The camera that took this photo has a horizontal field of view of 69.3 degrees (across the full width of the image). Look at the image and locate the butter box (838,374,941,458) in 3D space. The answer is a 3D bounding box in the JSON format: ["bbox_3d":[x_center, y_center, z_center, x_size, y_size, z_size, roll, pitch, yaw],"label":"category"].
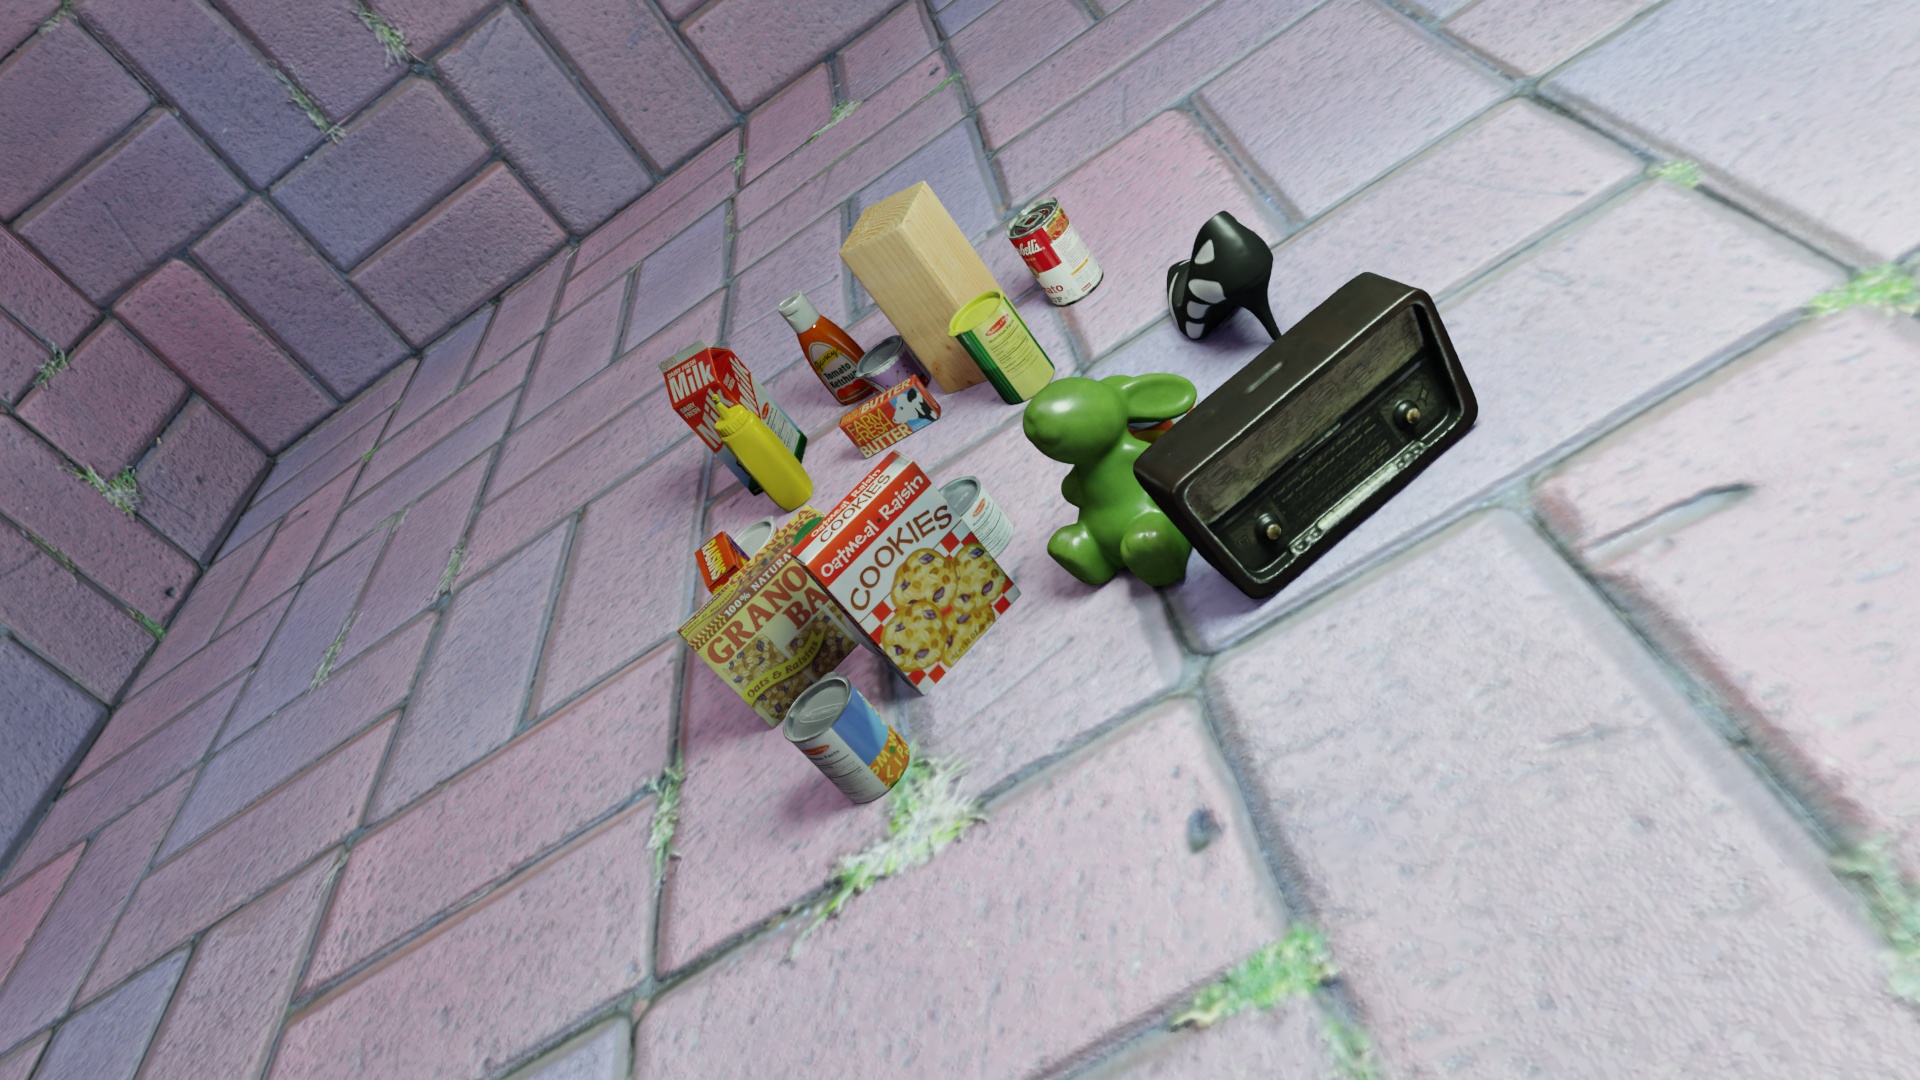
[{"bbox_3d":[-0.078,-0.136,1.536,0.103,0.053,0.024,-27,31,20],"label":"butter box"}]

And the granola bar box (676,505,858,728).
[{"bbox_3d":[-0.155,0.068,1.265,0.166,0.124,0.039,-45,30,-10],"label":"granola bar box"}]

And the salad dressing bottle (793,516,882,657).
[{"bbox_3d":[-0.087,0.042,1.202,0.064,0.147,0.044,-51,31,-20],"label":"salad dressing bottle"}]

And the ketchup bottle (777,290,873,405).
[{"bbox_3d":[-0.160,-0.233,1.665,0.064,0.148,0.044,-24,32,25],"label":"ketchup bottle"}]

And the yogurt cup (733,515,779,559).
[{"bbox_3d":[-0.207,0.019,1.465,0.072,0.053,0.073,-28,31,19],"label":"yogurt cup"}]

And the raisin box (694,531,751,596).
[{"bbox_3d":[-0.196,0.057,1.328,0.040,0.123,0.086,-39,29,1],"label":"raisin box"}]

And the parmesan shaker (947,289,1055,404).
[{"bbox_3d":[0.042,-0.197,1.436,0.071,0.103,0.072,-28,31,19],"label":"parmesan shaker"}]

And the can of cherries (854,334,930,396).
[{"bbox_3d":[-0.080,-0.194,1.612,0.071,0.058,0.072,-28,31,19],"label":"can of cherries"}]

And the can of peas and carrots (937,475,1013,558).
[{"bbox_3d":[0.005,-0.016,1.271,0.071,0.058,0.071,-28,31,19],"label":"can of peas and carrots"}]

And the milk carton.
[{"bbox_3d":[-0.269,-0.152,1.632,0.072,0.190,0.074,-26,32,23],"label":"milk carton"}]

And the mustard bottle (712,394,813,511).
[{"bbox_3d":[-0.228,-0.104,1.550,0.049,0.160,0.065,-35,29,7],"label":"mustard bottle"}]

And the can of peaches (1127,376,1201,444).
[{"bbox_3d":[0.179,-0.098,1.189,0.071,0.058,0.071,-28,31,19],"label":"can of peaches"}]

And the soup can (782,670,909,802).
[{"bbox_3d":[-0.089,0.157,1.110,0.071,0.083,0.072,-28,31,19],"label":"soup can"}]

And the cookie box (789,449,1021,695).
[{"bbox_3d":[-0.044,0.028,1.153,0.123,0.167,0.040,-46,30,-12],"label":"cookie box"}]
